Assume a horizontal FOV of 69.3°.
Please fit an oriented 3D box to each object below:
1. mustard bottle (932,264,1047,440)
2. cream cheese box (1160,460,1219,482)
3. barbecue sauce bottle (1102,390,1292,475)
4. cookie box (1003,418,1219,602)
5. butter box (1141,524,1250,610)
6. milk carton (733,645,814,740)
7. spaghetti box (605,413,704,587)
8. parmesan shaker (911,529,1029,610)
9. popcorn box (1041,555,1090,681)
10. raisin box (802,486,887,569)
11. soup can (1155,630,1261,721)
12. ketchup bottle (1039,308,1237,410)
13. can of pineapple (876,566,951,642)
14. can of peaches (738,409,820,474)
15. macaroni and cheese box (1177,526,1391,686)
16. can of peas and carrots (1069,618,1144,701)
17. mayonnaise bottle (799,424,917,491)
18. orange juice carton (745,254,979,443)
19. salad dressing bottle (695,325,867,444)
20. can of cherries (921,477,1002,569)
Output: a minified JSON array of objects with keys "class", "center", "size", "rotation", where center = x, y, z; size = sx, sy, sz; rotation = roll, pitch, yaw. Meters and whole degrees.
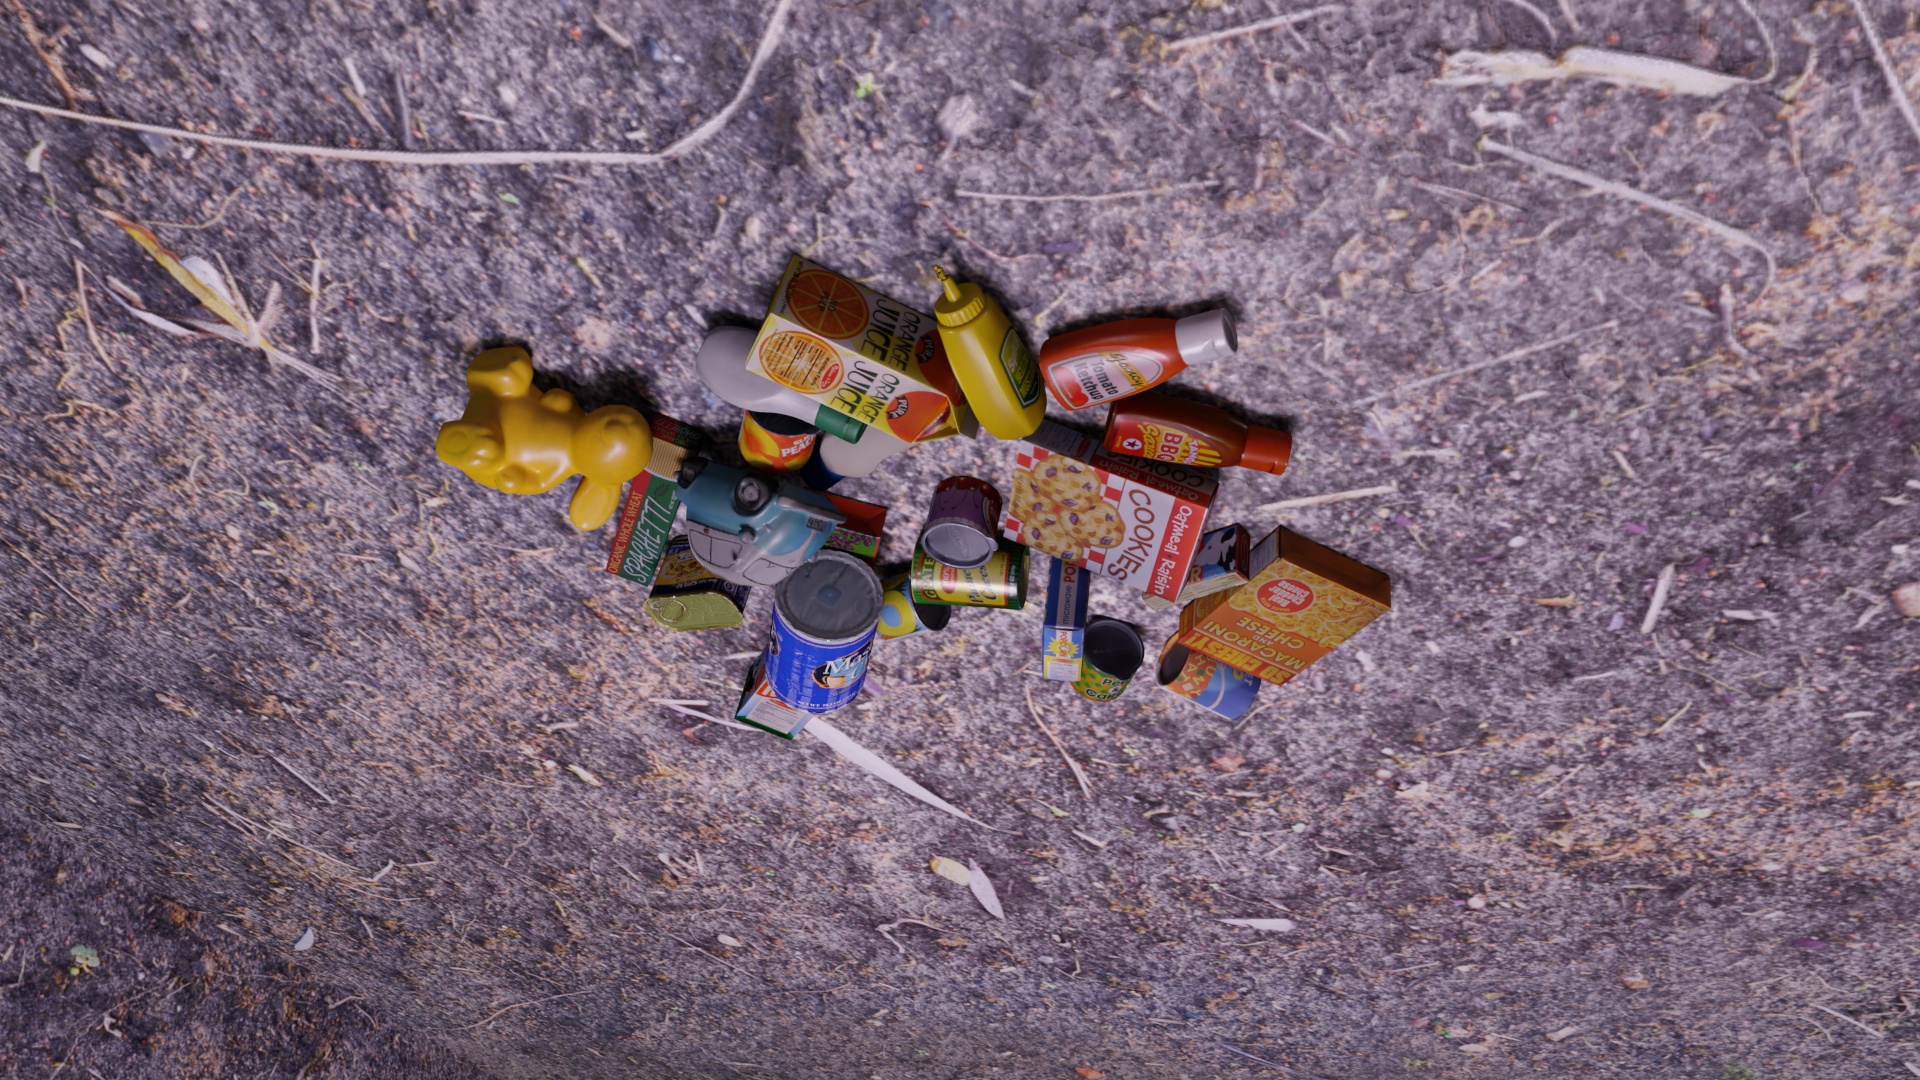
[{"class":"mustard bottle","center":[0.018,-0.152,1.092],"size":[0.049,0.066,0.159],"rotation":[-7,135,30]},{"class":"cream cheese box","center":[0.175,-0.039,1.221],"size":[0.053,0.024,0.103],"rotation":[26,140,-15]},{"class":"barbecue sauce bottle","center":[0.194,-0.086,1.139],"size":[0.149,0.044,0.064],"rotation":[12,151,1]},{"class":"cookie box","center":[0.128,-0.026,1.203],"size":[0.167,0.040,0.122],"rotation":[21,138,11]},{"class":"butter box","center":[0.214,0.026,1.269],"size":[0.103,0.053,0.024],"rotation":[-21,134,36]},{"class":"milk carton","center":[-0.176,0.141,1.513],"size":[0.073,0.073,0.189],"rotation":[24,142,-15]},{"class":"spaghetti box","center":[-0.303,-0.033,1.362],"size":[0.050,0.029,0.248],"rotation":[21,142,-10]},{"class":"parmesan shaker","center":[0.010,0.028,1.321],"size":[0.103,0.072,0.071],"rotation":[4,142,11]},{"class":"popcorn box","center":[0.099,0.054,1.277],"size":[0.038,0.127,0.084],"rotation":[4,142,7]},{"class":"raisin box","center":[-0.124,0.008,1.355],"size":[0.086,0.040,0.122],"rotation":[15,143,-4]},{"class":"soup can","center":[0.248,0.131,1.385],"size":[0.084,0.072,0.071],"rotation":[26,141,-16]},{"class":"ketchup bottle","center":[0.139,-0.145,1.080],"size":[0.148,0.044,0.064],"rotation":[-12,134,28]},{"class":"can of pineapple","center":[-0.052,0.062,1.383],"size":[0.057,0.071,0.071],"rotation":[-18,133,33]},{"class":"can of peaches","center":[-0.155,-0.098,1.203],"size":[0.071,0.071,0.057],"rotation":[17,143,-6]},{"class":"macaroni and cheese box","center":[0.301,0.066,1.305],"size":[0.124,0.040,0.165],"rotation":[24,141,-14]},{"class":"can of peas and carrots","center":[0.146,0.123,1.398],"size":[0.071,0.071,0.058],"rotation":[16,143,-4]},{"class":"mayonnaise bottle","center":[-0.088,-0.089,1.220],"size":[0.064,0.041,0.147],"rotation":[36,138,-21]},{"class":"orange juice carton","center":[-0.067,-0.144,1.117],"size":[0.193,0.072,0.072],"rotation":[24,141,-14]},{"class":"salad dressing bottle","center":[-0.145,-0.127,1.154],"size":[0.148,0.064,0.044],"rotation":[27,178,3]},{"class":"can of cherries","center":[0.005,-0.016,1.271],"size":[0.071,0.059,0.071],"rotation":[8,141,7]}]
